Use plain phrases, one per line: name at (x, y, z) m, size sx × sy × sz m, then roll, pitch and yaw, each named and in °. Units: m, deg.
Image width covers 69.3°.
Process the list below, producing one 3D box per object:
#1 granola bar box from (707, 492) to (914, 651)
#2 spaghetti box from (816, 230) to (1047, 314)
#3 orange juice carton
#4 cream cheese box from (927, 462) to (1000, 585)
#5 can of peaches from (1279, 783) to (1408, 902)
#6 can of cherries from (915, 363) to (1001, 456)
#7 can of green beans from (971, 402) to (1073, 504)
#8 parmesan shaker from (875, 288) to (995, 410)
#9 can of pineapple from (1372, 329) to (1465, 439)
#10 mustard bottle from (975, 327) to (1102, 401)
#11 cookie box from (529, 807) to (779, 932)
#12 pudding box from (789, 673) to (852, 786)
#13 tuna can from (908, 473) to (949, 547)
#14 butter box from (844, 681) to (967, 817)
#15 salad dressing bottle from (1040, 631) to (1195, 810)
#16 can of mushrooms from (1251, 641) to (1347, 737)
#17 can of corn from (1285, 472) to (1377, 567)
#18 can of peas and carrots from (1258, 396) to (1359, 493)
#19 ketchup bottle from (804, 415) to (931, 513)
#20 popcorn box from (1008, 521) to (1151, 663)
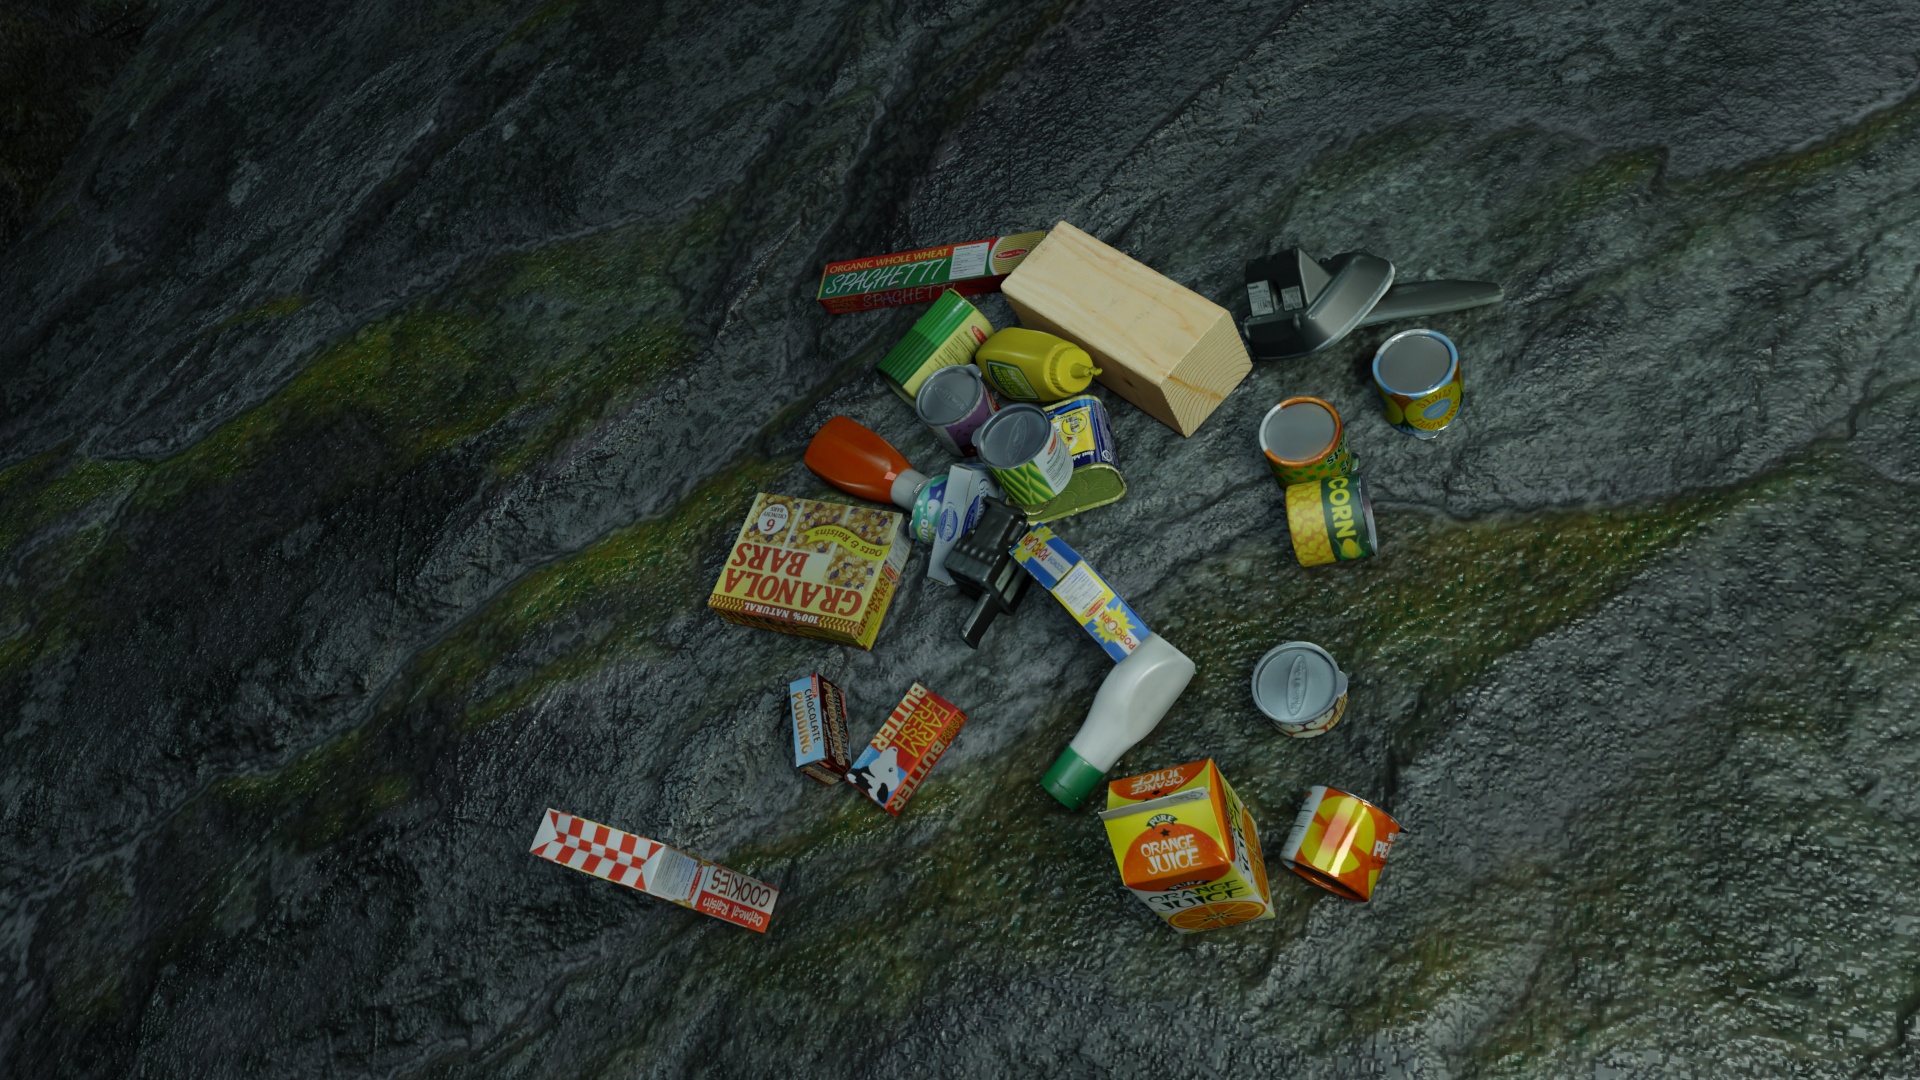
granola bar box at (-0.136, 0.026, 1.279) m, size 0.165 × 0.039 × 0.124 m, roll 9°, pitch 66°, yaw 29°
spaghetti box at (-0.028, -0.271, 1.409) m, size 0.250 × 0.028 × 0.050 m, roll -3°, pitch 61°, yaw 24°
orange juice carton at (0.153, 0.204, 0.938) m, size 0.072 × 0.192 × 0.073 m, roll -16°, pitch 57°, yaw 16°
cream cheese box at (0.004, -0.015, 1.199) m, size 0.024 × 0.053 × 0.103 m, roll 19°, pitch 103°, yaw 30°
can of peaches at (0.264, 0.210, 0.960) m, size 0.071 × 0.071 × 0.058 m, roll 20°, pitch 72°, yaw 33°
can of cherries at (0.002, -0.121, 1.288) m, size 0.071 × 0.058 × 0.072 m, roll -13°, pitch 56°, yaw 20°
can of green beans at (0.054, -0.072, 1.160) m, size 0.071 × 0.057 × 0.071 m, roll -14°, pitch 53°, yaw 19°
parmesan shaker at (-0.026, -0.182, 1.328) m, size 0.103 × 0.071 × 0.071 m, roll -48°, pitch 53°, yaw -6°
can of pineapple at (0.368, -0.126, 1.113) m, size 0.071 × 0.057 × 0.071 m, roll -12°, pitch 58°, yaw 19°
mustard bottle at (0.074, -0.155, 1.239) m, size 0.049 × 0.065 × 0.160 m, roll -46°, pitch 27°, yaw -15°
cookie box at (-0.240, 0.265, 1.109) m, size 0.123 × 0.167 × 0.040 m, roll 8°, pitch 69°, yaw 29°
pudding box at (-0.119, 0.162, 1.184) m, size 0.030 × 0.049 × 0.084 m, roll -21°, pitch 54°, yaw 16°
tuna can at (-0.012, -0.022, 1.229) m, size 0.033 × 0.071 × 0.071 m, roll 20°, pitch 72°, yaw 33°
butter box at (-0.045, 0.173, 1.158) m, size 0.053 × 0.024 × 0.103 m, roll 30°, pitch 78°, yaw 36°
salad dressing bottle at (0.120, 0.141, 1.077) m, size 0.147 × 0.064 × 0.044 m, roll -52°, pitch 47°, yaw 0°
can of mushrooms at (0.257, 0.113, 1.042) m, size 0.071 × 0.033 × 0.071 m, roll -12°, pitch 57°, yaw 19°
can of corn at (0.288, -0.016, 1.079) m, size 0.058 × 0.071 × 0.071 m, roll -11°, pitch 58°, yaw 21°
can of peas and carrots at (0.282, -0.075, 1.124) m, size 0.071 × 0.058 × 0.071 m, roll -12°, pitch 58°, yaw 20°
ketchup bottle at (-0.078, -0.064, 1.302) m, size 0.149 × 0.043 × 0.065 m, roll 29°, pitch 78°, yaw 35°
popcorn box at (0.093, 0.039, 1.099) m, size 0.038 × 0.085 × 0.127 m, roll -44°, pitch 18°, yaw 1°
